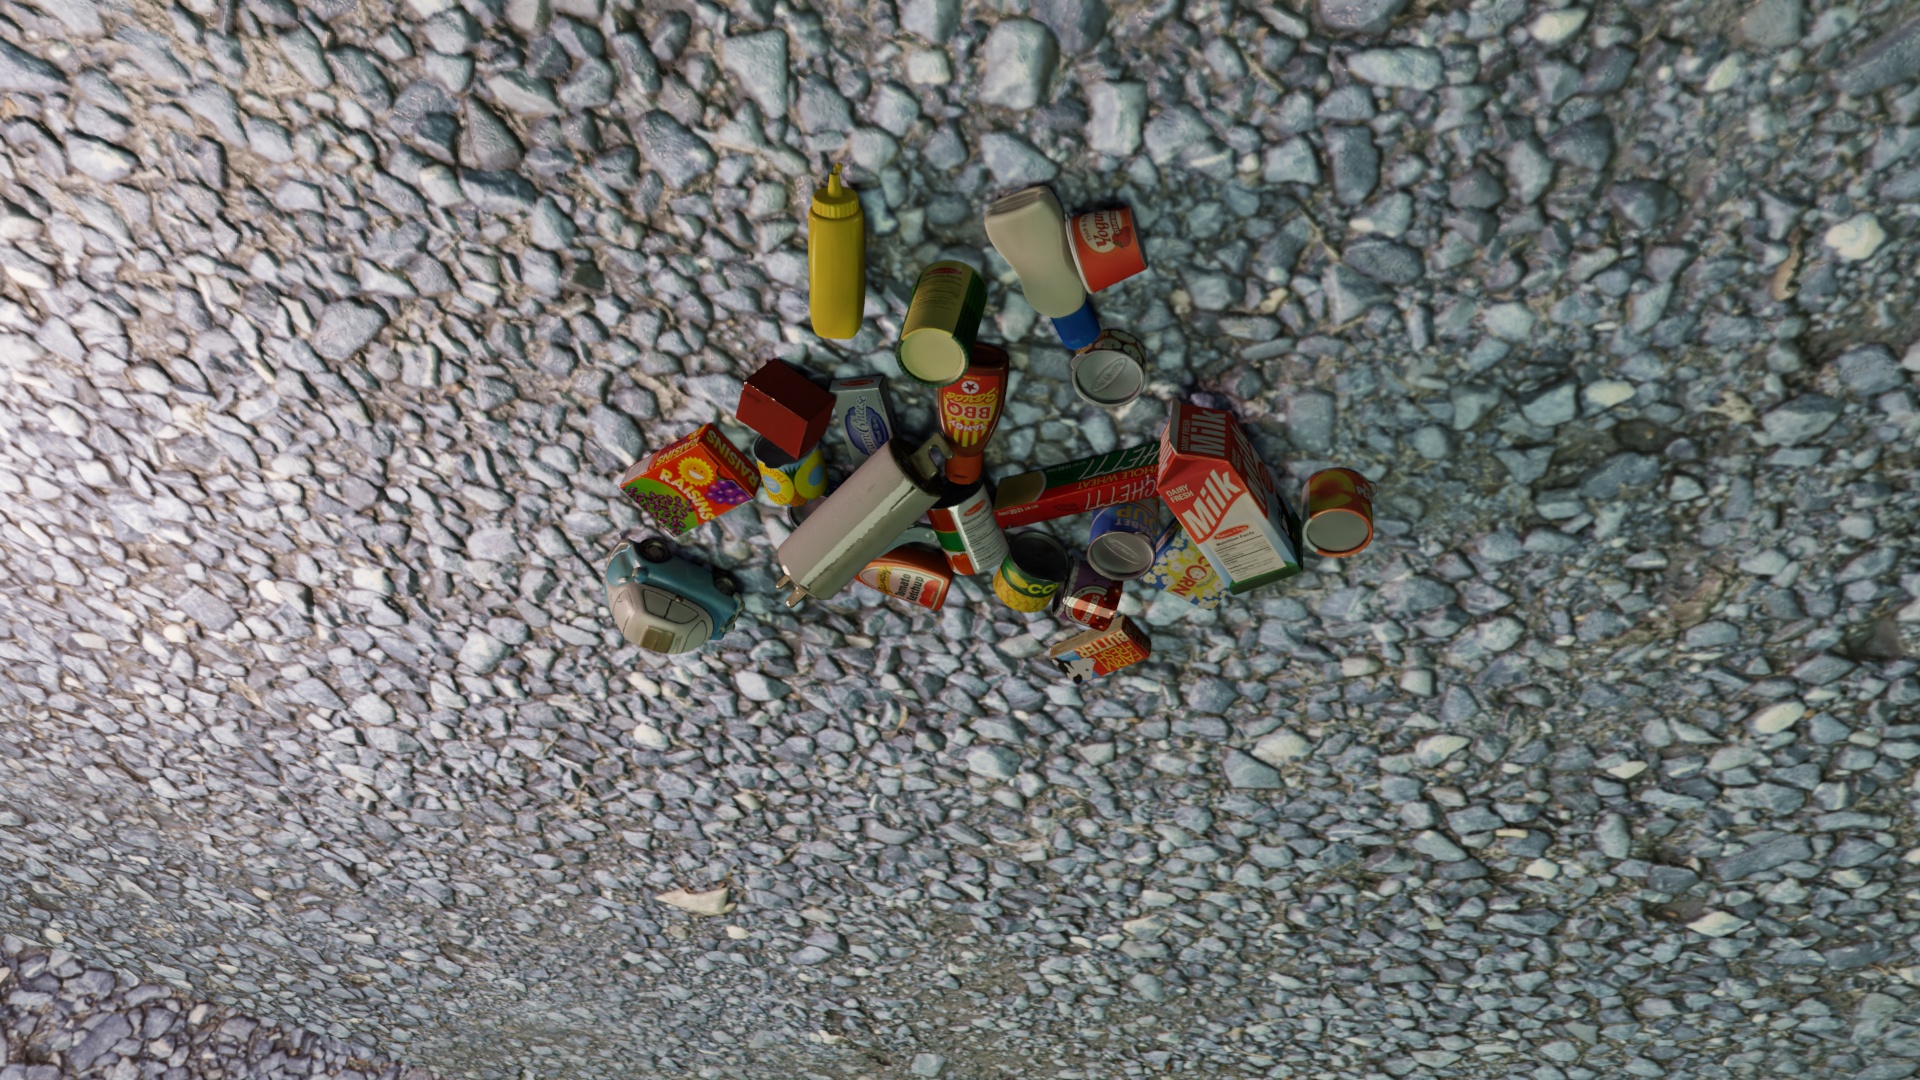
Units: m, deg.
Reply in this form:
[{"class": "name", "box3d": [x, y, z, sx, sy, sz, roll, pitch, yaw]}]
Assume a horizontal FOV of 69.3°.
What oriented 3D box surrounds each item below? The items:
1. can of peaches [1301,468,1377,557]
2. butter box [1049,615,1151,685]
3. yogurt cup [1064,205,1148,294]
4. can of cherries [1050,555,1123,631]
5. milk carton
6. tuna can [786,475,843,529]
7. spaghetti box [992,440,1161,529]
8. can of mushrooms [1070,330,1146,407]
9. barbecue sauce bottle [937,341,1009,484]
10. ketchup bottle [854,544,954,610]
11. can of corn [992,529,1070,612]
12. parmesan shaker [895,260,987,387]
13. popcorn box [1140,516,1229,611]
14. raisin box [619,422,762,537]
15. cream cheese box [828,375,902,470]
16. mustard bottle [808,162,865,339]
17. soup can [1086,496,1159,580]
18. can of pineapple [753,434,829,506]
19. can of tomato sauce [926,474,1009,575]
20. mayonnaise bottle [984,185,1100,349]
[{"class": "can of peaches", "box3d": [0.360, -0.026, 1.321, 0.071, 0.058, 0.070, 7, 134, 7]}, {"class": "butter box", "box3d": [0.154, 0.122, 1.536, 0.103, 0.024, 0.053, -27, 122, 33]}, {"class": "yogurt cup", "box3d": [0.124, -0.246, 1.162, 0.054, 0.073, 0.072, -15, 129, 15]}, {"class": "can of cherries", "box3d": [0.132, 0.058, 1.446, 0.058, 0.072, 0.071, 19, 135, -5]}, {"class": "milk carton", "box3d": [0.235, -0.045, 1.252, 0.073, 0.073, 0.190, -22, 126, 29]}, {"class": "tuna can", "box3d": [-0.143, -0.034, 1.449, 0.071, 0.033, 0.070, 7, 134, 7]}, {"class": "spaghetti box", "box3d": [0.151, -0.060, 1.343, 0.250, 0.050, 0.028, -13, 130, 23]}, {"class": "can of mushrooms", "box3d": [0.134, -0.158, 1.265, 0.071, 0.034, 0.070, 7, 135, 7]}, {"class": "barbecue sauce bottle", "box3d": [0.008, -0.119, 1.324, 0.065, 0.044, 0.147, 9, 135, 2]}, {"class": "ketchup bottle", "box3d": [-0.083, 0.027, 1.487, 0.149, 0.044, 0.064, 18, 135, -4]}, {"class": "can of corn", "box3d": [0.074, 0.034, 1.438, 0.071, 0.071, 0.058, 19, 135, -6]}, {"class": "parmesan shaker", "box3d": [-0.019, -0.189, 1.220, 0.071, 0.103, 0.071, 7, 135, 7]}, {"class": "popcorn box", "box3d": [0.248, 0.008, 1.395, 0.085, 0.038, 0.126, 25, 134, -9]}, {"class": "raisin box", "box3d": [-0.281, -0.062, 1.451, 0.123, 0.040, 0.086, -24, 123, 30]}, {"class": "cream cheese box", "box3d": [-0.090, -0.114, 1.366, 0.053, 0.024, 0.103, -1, 133, 16]}, {"class": "mustard bottle", "box3d": [-0.108, -0.256, 1.209, 0.049, 0.066, 0.159, 4, 128, 2]}, {"class": "soup can", "box3d": [0.163, -0.014, 1.361, 0.071, 0.084, 0.071, 6, 134, 7]}, {"class": "can of pineapple", "box3d": [-0.170, -0.075, 1.391, 0.071, 0.071, 0.057, 1, 133, 12]}, {"class": "can of tomato sauce", "box3d": [0.005, -0.018, 1.396, 0.071, 0.071, 0.082, -11, 120, 22]}, {"class": "mayonnaise bottle", "box3d": [0.077, -0.232, 1.202, 0.064, 0.041, 0.147, -12, 130, 26]}]
